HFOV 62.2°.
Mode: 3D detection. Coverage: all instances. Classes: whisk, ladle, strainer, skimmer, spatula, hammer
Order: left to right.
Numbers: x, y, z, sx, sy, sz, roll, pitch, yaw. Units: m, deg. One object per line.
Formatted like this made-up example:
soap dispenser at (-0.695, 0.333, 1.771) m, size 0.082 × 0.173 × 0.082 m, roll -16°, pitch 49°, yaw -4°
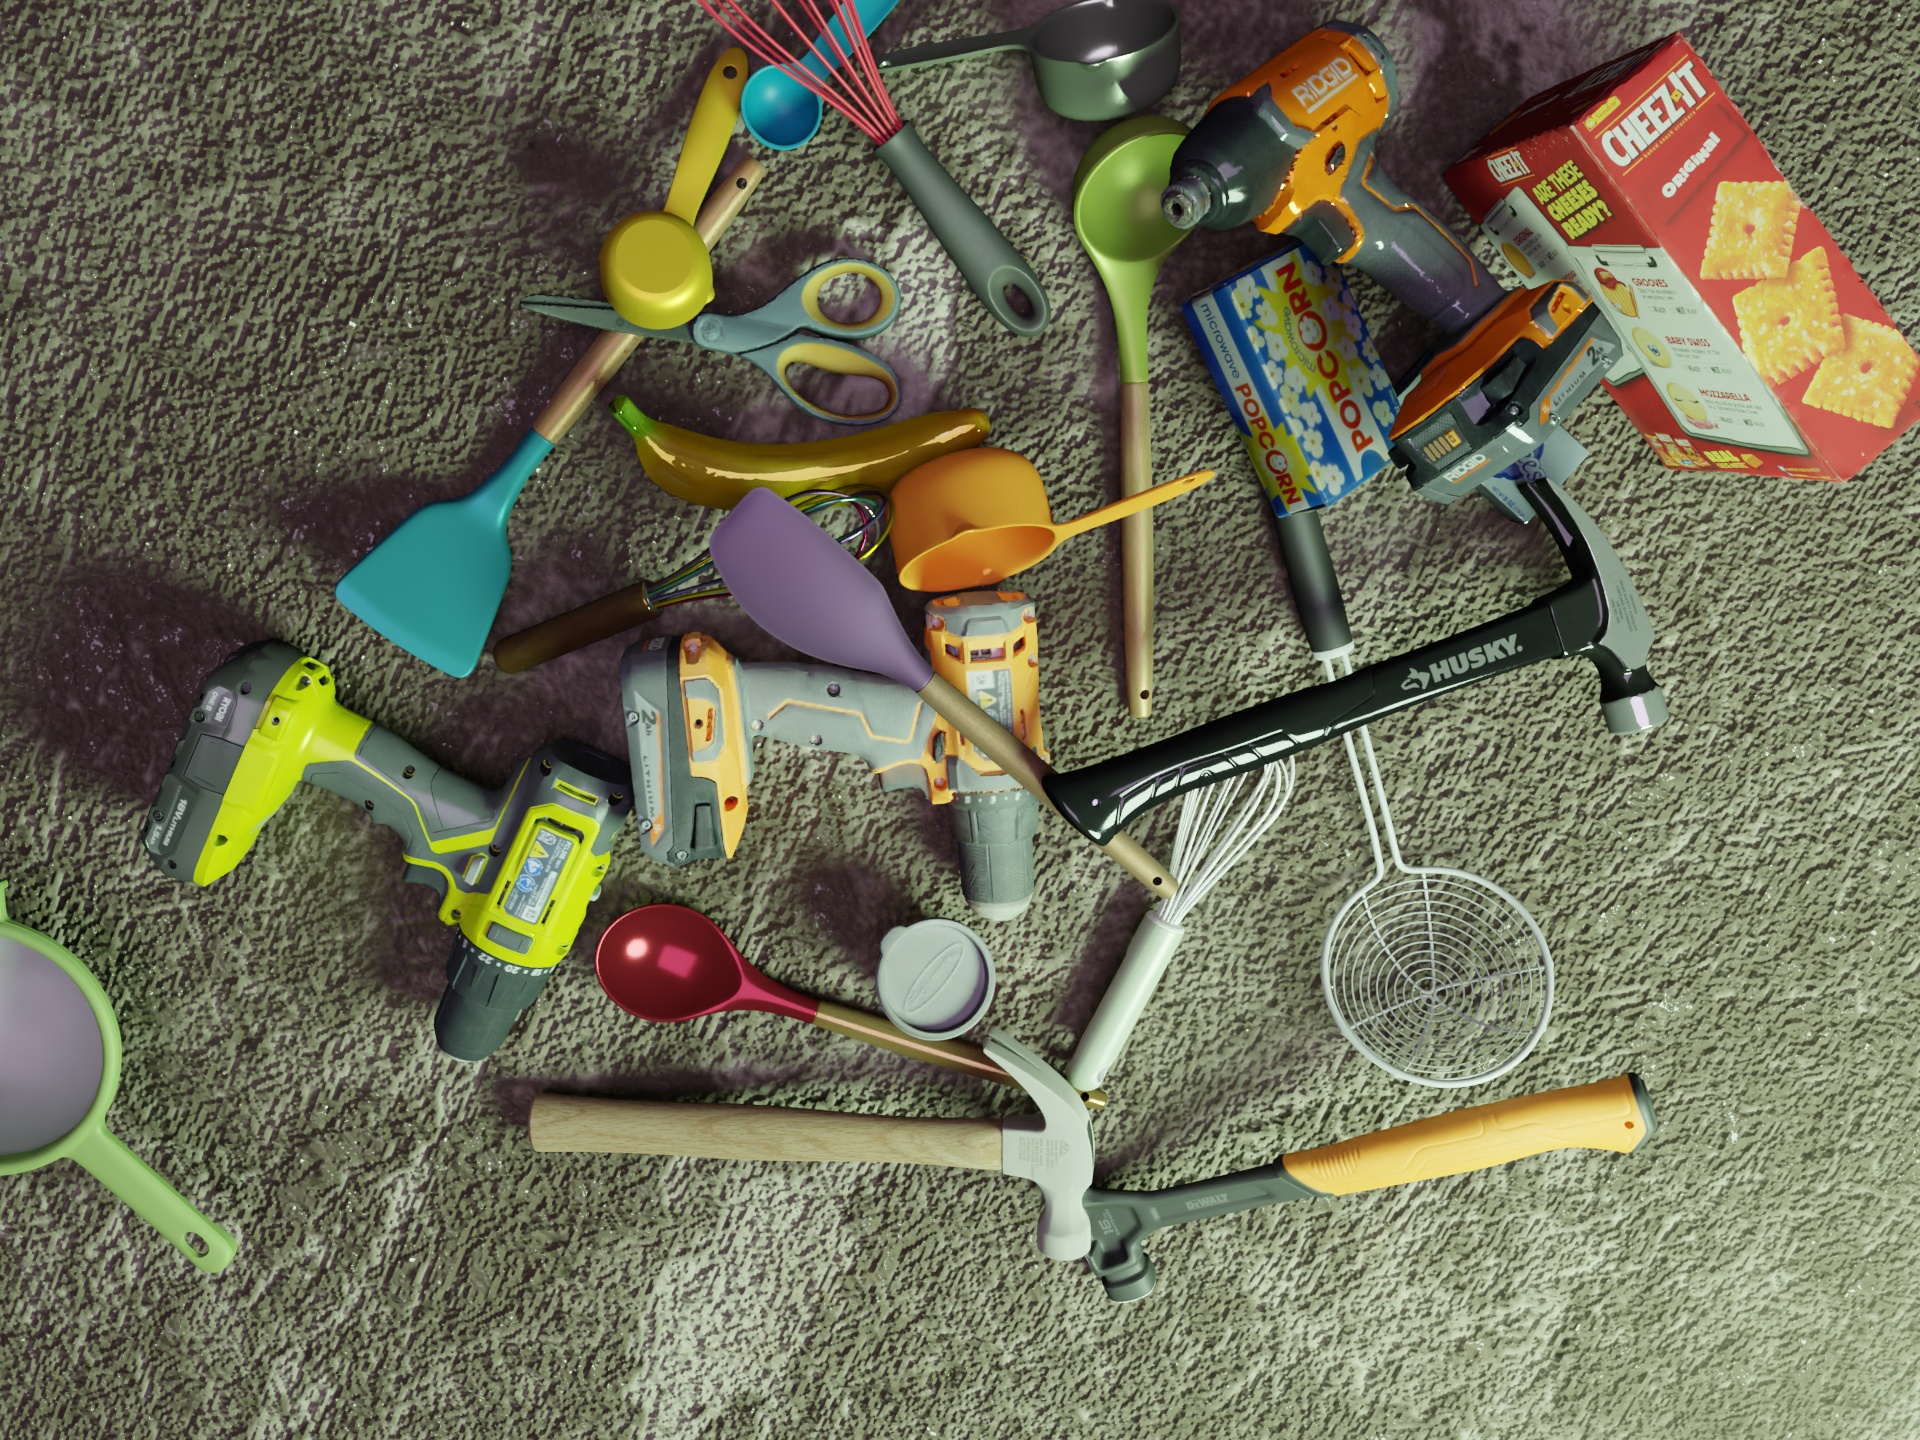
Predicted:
strainer at (-0.504, 0.212, 0.908) m, size 0.151 × 0.069 × 0.256 m, roll -41°, pitch 101°, yaw 5°
spatula at (-0.204, -0.169, 0.845) m, size 0.082 × 0.044 × 0.317 m, roll 37°, pitch 98°, yaw -21°
whisk at (-0.146, -0.070, 0.848) m, size 0.245 × 0.051 × 0.047 m, roll -19°, pitch 86°, yaw 17°
hammer at (-0.089, 0.238, 0.921) m, size 0.331 × 0.031 × 0.130 m, roll 1°, pitch 103°, yaw 7°
ladle at (-0.060, 0.178, 0.935) m, size 0.315 × 0.031 × 0.069 m, roll 19°, pitch 90°, yaw -8°
whisk at (-0.047, -0.310, 0.798) m, size 0.073 × 0.073 × 0.295 m, roll -39°, pitch 113°, yaw 7°
spatula at (-0.001, -0.003, 0.834) m, size 0.315 × 0.018 × 0.060 m, roll 39°, pitch 103°, yaw -15°
ladle at (0.099, -0.154, 0.852) m, size 0.078 × 0.062 × 0.320 m, roll -7°, pitch 106°, yaw -17°
whisk at (0.121, 0.109, 0.918) m, size 0.059 × 0.057 × 0.246 m, roll 32°, pitch 104°, yaw 27°
hammer at (0.217, 0.248, 0.907) m, size 0.337 × 0.034 × 0.127 m, roll -18°, pitch 109°, yaw 19°
hammer at (0.203, -0.014, 0.841) m, size 0.335 × 0.035 × 0.146 m, roll -20°, pitch 94°, yaw -5°
skimmer at (0.229, 0.022, 0.876) m, size 0.127 × 0.090 × 0.363 m, roll -18°, pitch 102°, yaw 3°

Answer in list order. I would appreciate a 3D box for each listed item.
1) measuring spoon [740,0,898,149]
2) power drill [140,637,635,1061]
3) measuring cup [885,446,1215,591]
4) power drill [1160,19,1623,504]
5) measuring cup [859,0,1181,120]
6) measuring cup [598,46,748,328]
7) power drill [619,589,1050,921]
measuring spoon at (-0.066, -0.350, 0.826) m, size 0.042 × 0.021 × 0.128 m, roll 40°, pitch 89°, yaw -17°
power drill at (-0.316, 0.072, 0.880) m, size 0.228 × 0.080 × 0.190 m, roll 26°, pitch 100°, yaw -10°
measuring cup at (0.044, -0.121, 0.837) m, size 0.173 × 0.095 × 0.052 m, roll -19°, pitch 77°, yaw 7°
power drill at (0.203, -0.221, 0.779) m, size 0.226 × 0.084 × 0.164 m, roll 49°, pitch 59°, yaw -2°
measuring cup at (0.031, -0.332, 0.815) m, size 0.167 × 0.083 × 0.038 m, roll -1°, pitch 137°, yaw 17°
measuring cup at (-0.139, -0.277, 0.811) m, size 0.062 × 0.029 × 0.156 m, roll 19°, pitch 85°, yaw -6°
power drill at (-0.063, 0.029, 0.877) m, size 0.226 × 0.084 × 0.185 m, roll -6°, pitch 103°, yaw -5°
